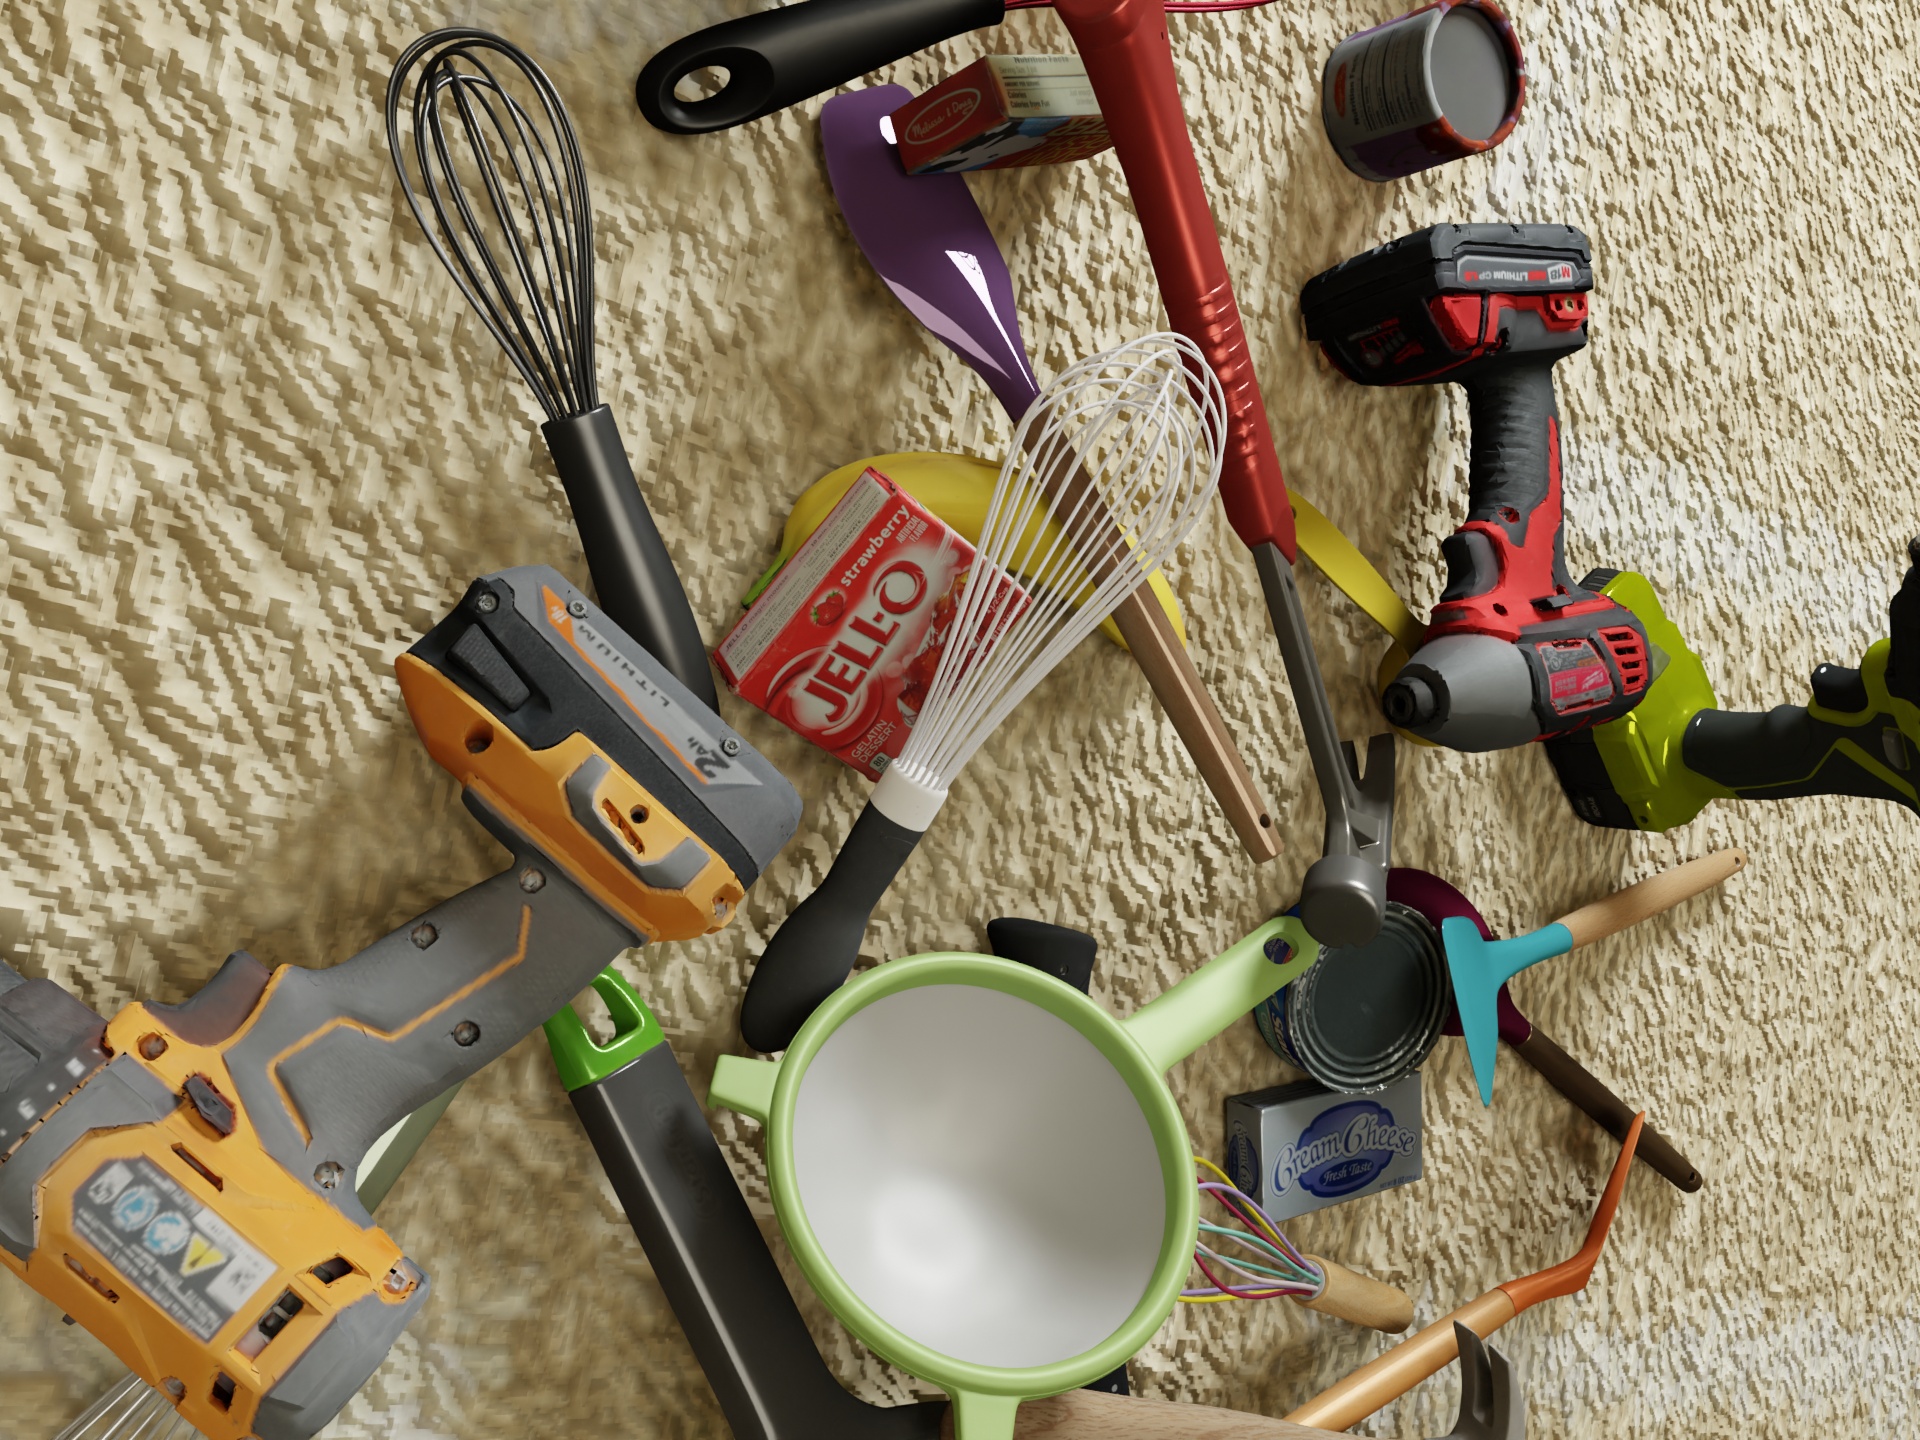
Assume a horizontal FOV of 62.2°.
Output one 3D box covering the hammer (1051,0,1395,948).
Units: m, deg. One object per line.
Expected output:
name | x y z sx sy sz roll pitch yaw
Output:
hammer | 0.106 -0.099 0.589 0.149 0.037 0.358 -62 136 -58

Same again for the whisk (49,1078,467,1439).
whisk | -0.198 0.160 0.471 0.246 0.058 0.059 -58 150 -20

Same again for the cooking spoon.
cooking spoon | 0.294 0.169 0.804 0.318 0.017 0.069 38 71 -28

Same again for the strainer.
strainer | 0.038 0.142 0.575 0.256 0.069 0.152 -25 66 -38

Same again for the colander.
colander | -0.065 0.272 0.540 0.204 0.094 0.397 -25 88 -51

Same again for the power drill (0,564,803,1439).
power drill | -0.178 0.058 0.444 0.185 0.084 0.226 42 69 -4

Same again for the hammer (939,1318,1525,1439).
hammer | 0.121 0.286 0.620 0.331 0.031 0.130 27 90 -37

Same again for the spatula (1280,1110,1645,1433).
spatula | 0.228 0.274 0.736 0.322 0.041 0.081 -15 126 -32

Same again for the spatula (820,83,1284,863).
spatula | 0.036 -0.088 0.576 0.060 0.018 0.316 -30 92 -35

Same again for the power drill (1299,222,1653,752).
power drill | 0.224 -0.096 0.691 0.143 0.078 0.219 -11 91 -32

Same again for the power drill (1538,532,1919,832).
power drill | 0.380 -0.010 0.726 0.080 0.223 0.171 -41 113 -25

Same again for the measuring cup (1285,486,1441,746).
measuring cup | 0.184 -0.048 0.721 0.156 0.029 0.062 43 64 -15

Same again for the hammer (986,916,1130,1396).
hammer | 0.046 0.240 0.637 0.146 0.035 0.334 -13 100 -32

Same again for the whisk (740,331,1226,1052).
whisk | -0.002 -0.002 0.530 0.070 0.070 0.284 23 106 -32

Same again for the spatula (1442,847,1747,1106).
spatula | 0.321 0.103 0.789 0.317 0.044 0.082 -12 89 -38

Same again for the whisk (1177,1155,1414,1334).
whisk | 0.138 0.228 0.666 0.244 0.051 0.047 35 43 -45

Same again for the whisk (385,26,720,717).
whisk | -0.120 -0.097 0.507 0.055 0.055 0.238 -27 111 -29

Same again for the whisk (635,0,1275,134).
whisk | 0.028 -0.258 0.551 0.296 0.073 0.073 -23 106 -11
